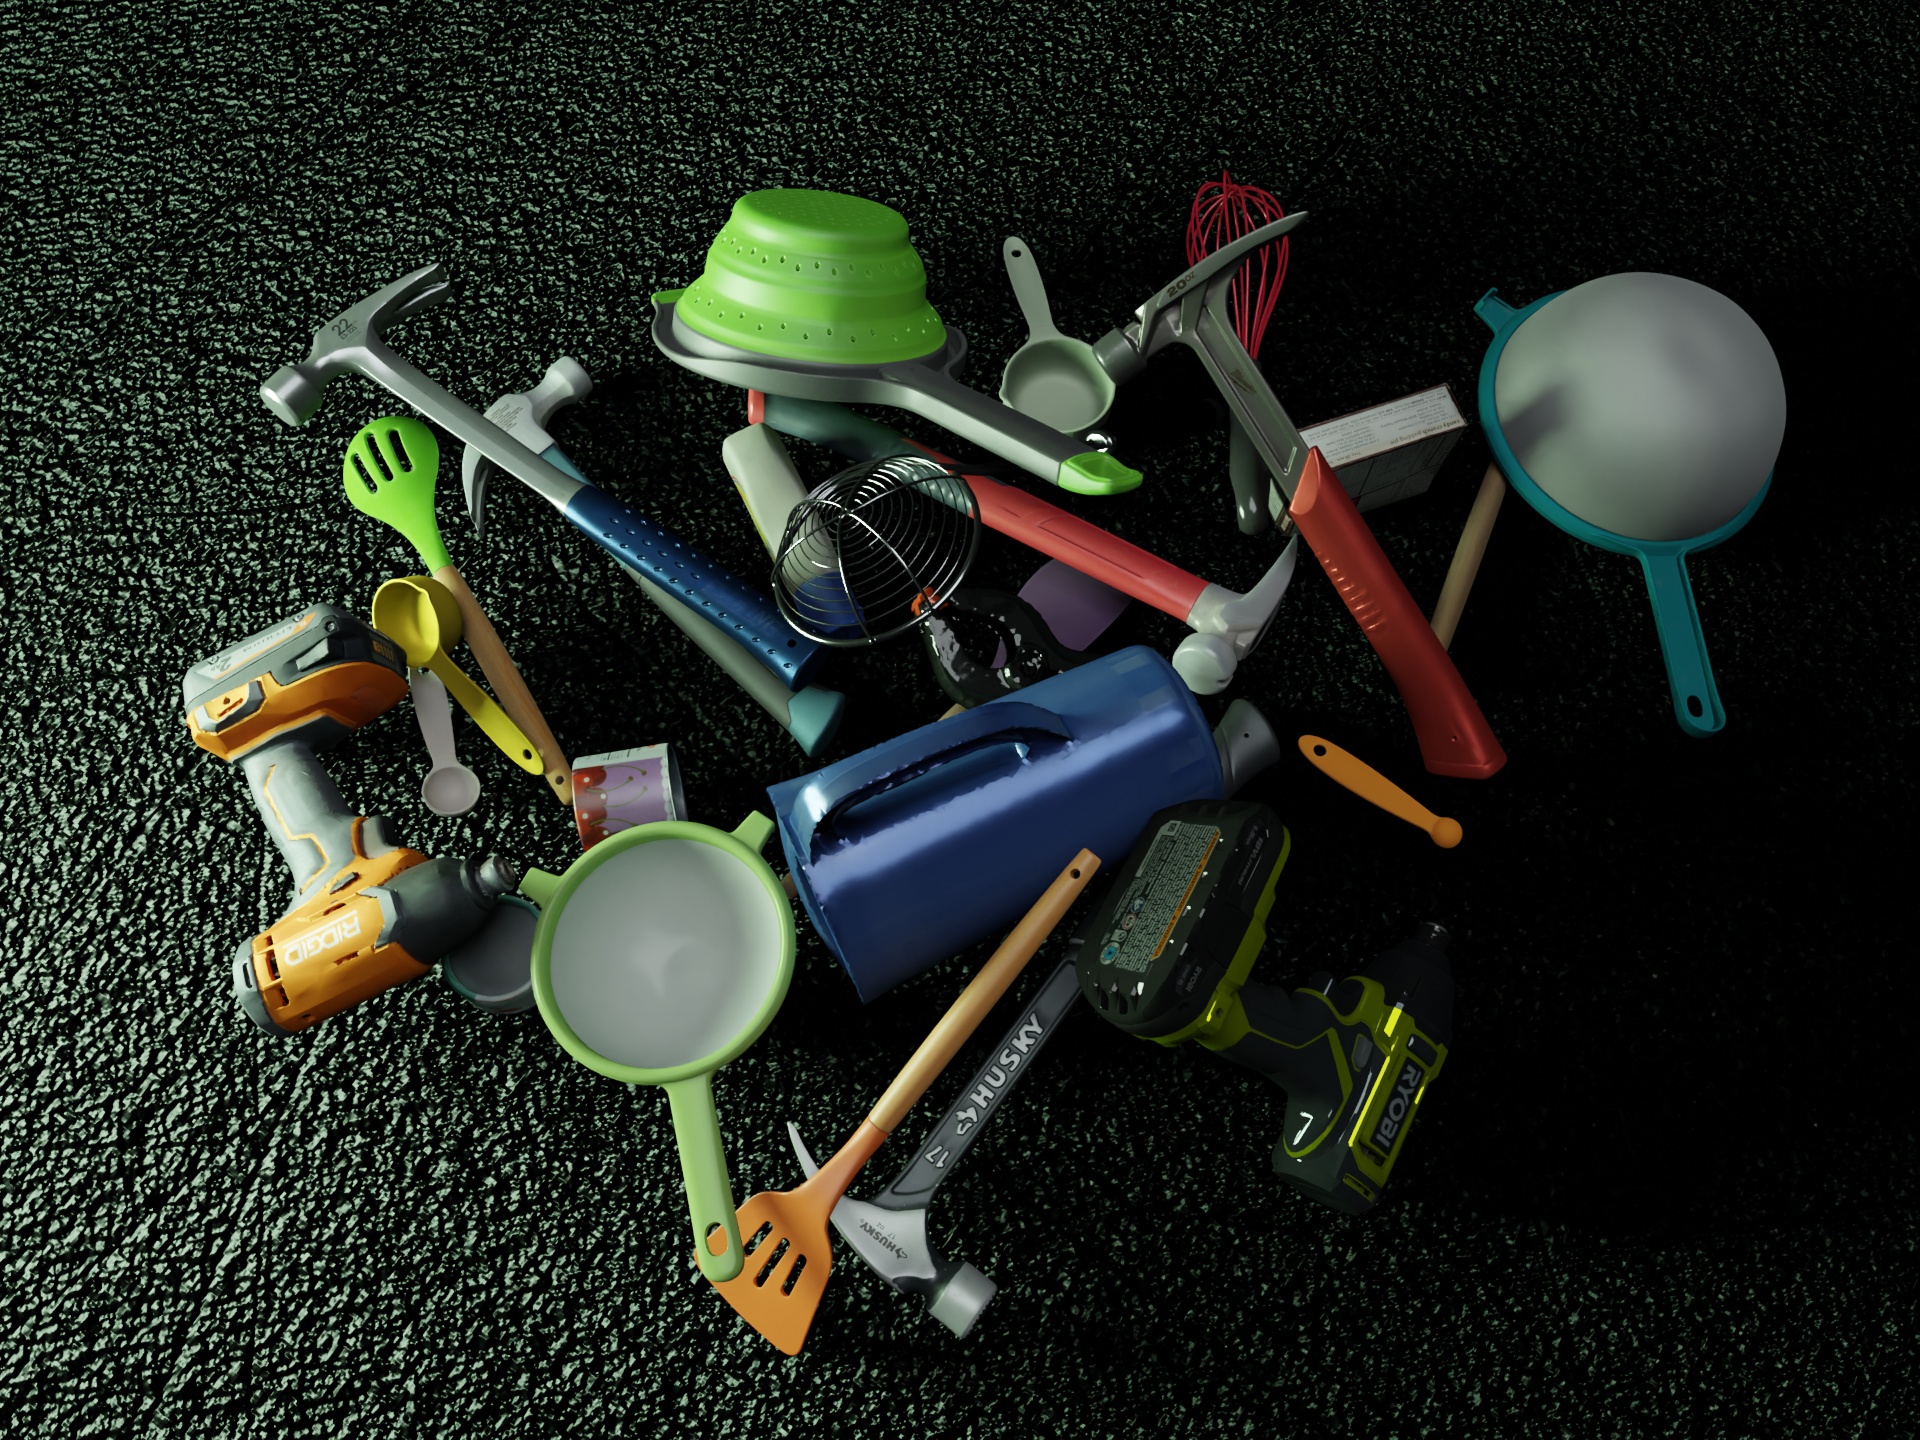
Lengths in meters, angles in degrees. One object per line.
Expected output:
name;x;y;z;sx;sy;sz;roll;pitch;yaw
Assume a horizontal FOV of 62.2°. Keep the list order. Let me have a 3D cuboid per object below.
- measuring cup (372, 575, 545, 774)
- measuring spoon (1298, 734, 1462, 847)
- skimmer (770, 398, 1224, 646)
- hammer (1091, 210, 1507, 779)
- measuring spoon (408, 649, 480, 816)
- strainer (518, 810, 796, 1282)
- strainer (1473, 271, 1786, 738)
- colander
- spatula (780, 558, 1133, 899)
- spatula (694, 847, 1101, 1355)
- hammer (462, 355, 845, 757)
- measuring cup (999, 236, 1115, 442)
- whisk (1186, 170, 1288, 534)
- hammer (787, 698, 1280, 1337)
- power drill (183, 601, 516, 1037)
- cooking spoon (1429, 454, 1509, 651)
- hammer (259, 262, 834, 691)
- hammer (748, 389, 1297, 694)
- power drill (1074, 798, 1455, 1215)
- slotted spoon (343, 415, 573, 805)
measuring cup;-0.307;-0.028;0.998;0.156;0.062;0.029;47;31;5
measuring spoon;0.263;0.042;0.999;0.117;0.011;0.021;34;72;12
skimmer;0.043;-0.135;0.989;0.127;0.090;0.363;30;36;35
hammer;0.237;-0.122;0.973;0.149;0.037;0.359;-32;96;15
measuring spoon;-0.329;0.009;1.002;0.034;0.018;0.124;-12;62;-19
strainer;-0.152;0.186;0.902;0.151;0.069;0.257;-15;70;-1
strainer;0.464;-0.162;1.030;0.211;0.095;0.341;0;68;-7
colander;-0.037;-0.246;0.970;0.204;0.094;0.397;-19;40;-40
spatula;-0.002;-0.003;1.008;0.060;0.018;0.316;41;72;9
spatula;-0.027;0.199;0.863;0.081;0.041;0.322;39;90;16
hammer;-0.197;-0.099;1.035;0.331;0.033;0.128;42;73;14
measuring cup;0.055;-0.260;1.103;0.083;0.038;0.168;-12;67;-6
whisk;0.191;-0.254;1.077;0.073;0.073;0.296;2;64;0
hammer;0.064;0.146;0.943;0.149;0.036;0.409;35;71;13
power drill;-0.355;0.050;0.929;0.164;0.084;0.227;-25;69;6
cooking spoon;0.358;-0.153;1.075;0.069;0.017;0.319;25;69;3
hammer;-0.250;-0.151;1.017;0.405;0.035;0.144;34;70;11
hammer;0.030;-0.151;1.049;0.386;0.038;0.143;28;50;14
power drill;0.182;0.145;0.872;0.223;0.080;0.171;40;70;-27
slotted spoon;-0.320;-0.077;1.027;0.070;0.031;0.314;-33;74;0
